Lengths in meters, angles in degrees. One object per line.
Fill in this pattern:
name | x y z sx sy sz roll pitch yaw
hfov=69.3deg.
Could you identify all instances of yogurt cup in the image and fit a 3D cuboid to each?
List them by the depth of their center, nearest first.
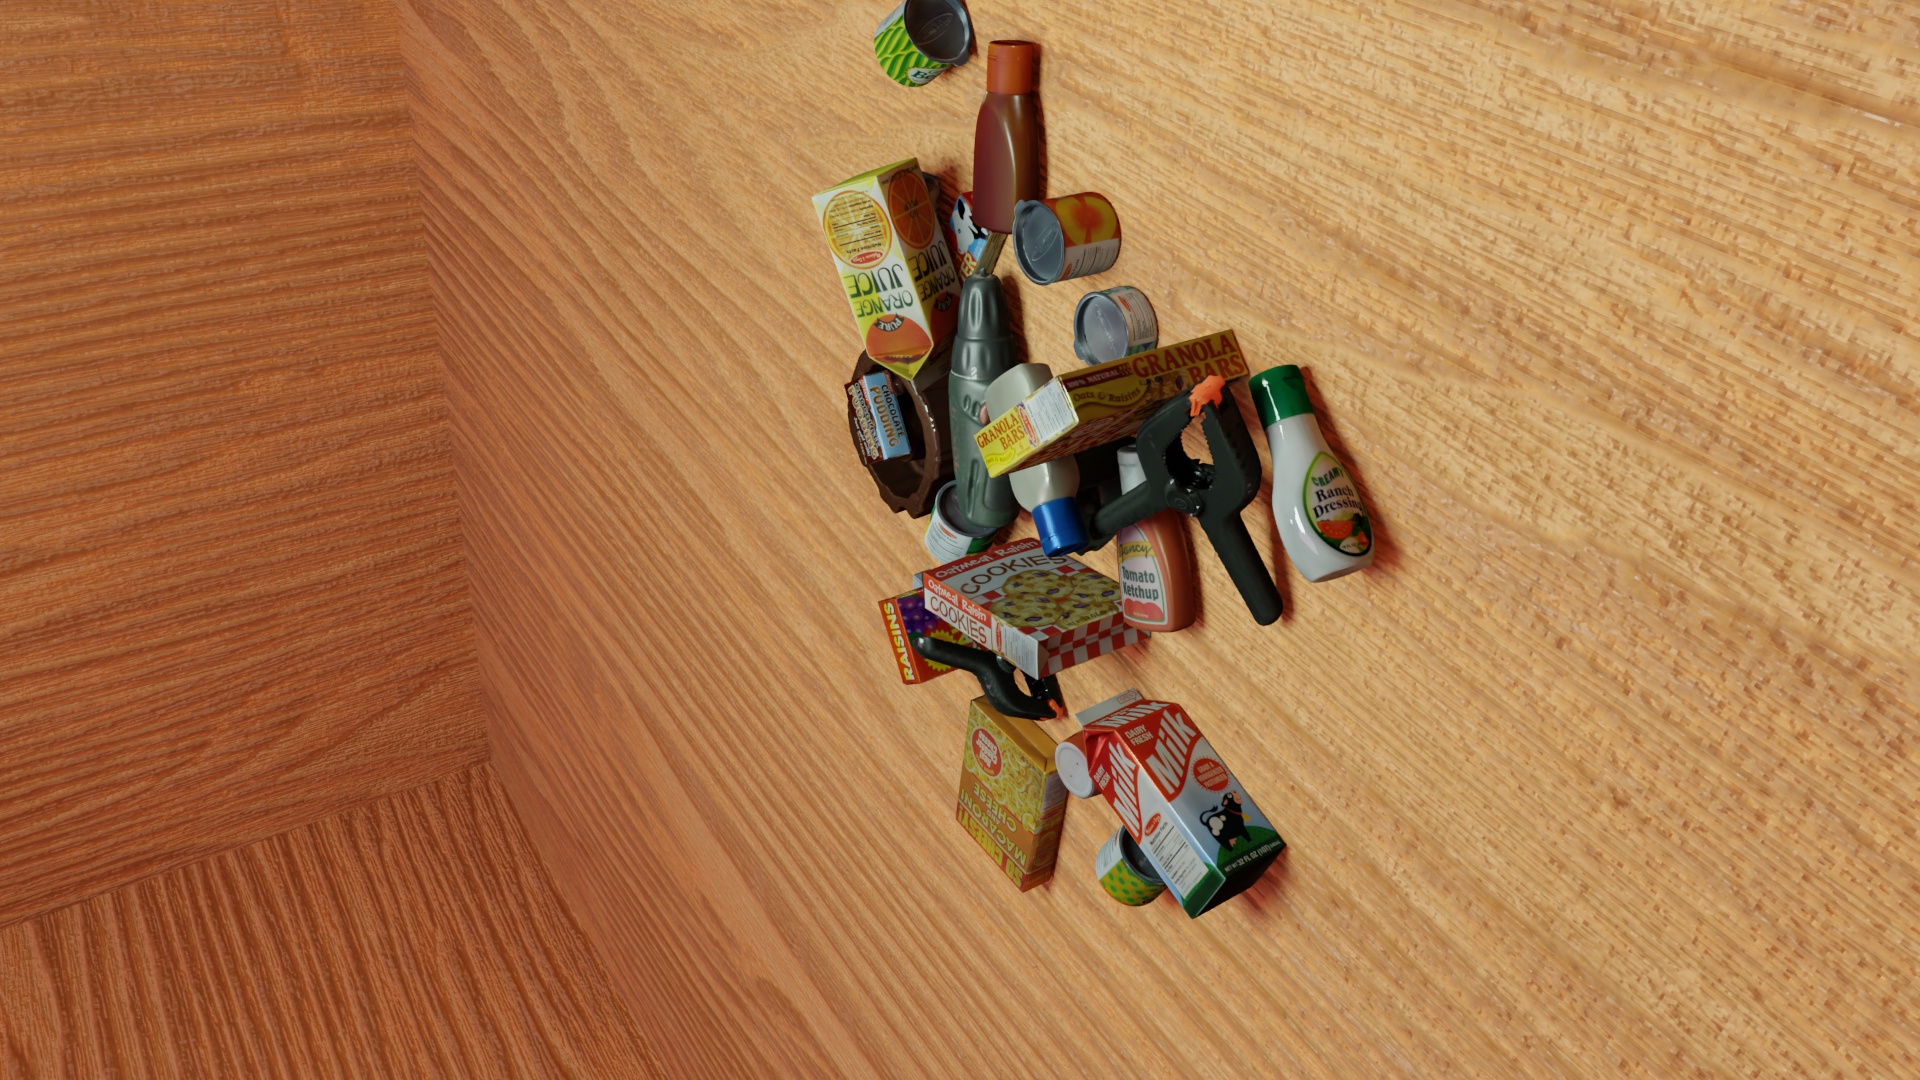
yogurt cup | 0.122 0.198 1.252 0.072 0.054 0.072 33 132 46

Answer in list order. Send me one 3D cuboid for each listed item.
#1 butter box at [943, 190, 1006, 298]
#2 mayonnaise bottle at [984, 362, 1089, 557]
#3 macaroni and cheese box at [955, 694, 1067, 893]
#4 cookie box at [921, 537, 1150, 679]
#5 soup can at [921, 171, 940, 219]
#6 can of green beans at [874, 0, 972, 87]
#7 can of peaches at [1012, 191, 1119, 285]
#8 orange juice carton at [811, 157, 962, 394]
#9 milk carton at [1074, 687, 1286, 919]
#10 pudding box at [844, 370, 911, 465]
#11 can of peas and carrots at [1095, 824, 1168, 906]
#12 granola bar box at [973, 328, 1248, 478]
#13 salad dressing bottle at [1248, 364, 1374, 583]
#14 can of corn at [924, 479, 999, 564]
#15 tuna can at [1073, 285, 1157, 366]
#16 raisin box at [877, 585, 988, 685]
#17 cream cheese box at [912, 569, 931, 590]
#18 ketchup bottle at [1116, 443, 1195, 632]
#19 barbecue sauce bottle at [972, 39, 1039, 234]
butter box | 0.006 -0.256 1.240 0.053 0.024 0.103 56 145 24
mayonnaise bottle | 0.063 -0.062 1.089 0.064 0.041 0.148 -33 68 52
macaroni and cheese box | 0.052 0.253 1.405 0.124 0.040 0.165 41 136 41
cookie box | 0.063 0.054 1.207 0.168 0.123 0.040 29 128 49
soup can | -0.056 -0.291 1.277 0.071 0.071 0.083 39 135 43
can of green beans | -0.032 -0.426 1.177 0.057 0.071 0.071 -11 95 59
can of peaches | 0.082 -0.241 1.095 0.071 0.058 0.071 33 132 47
orange juice carton | -0.053 -0.228 1.222 0.073 0.072 0.192 -7 113 33
milk carton | 0.174 0.207 1.157 0.191 0.072 0.073 53 144 27
pudding box | -0.079 -0.117 1.331 0.049 0.030 0.083 -10 96 60
can of peas and carrots | 0.161 0.283 1.222 0.071 0.071 0.058 58 146 23
granola bar box | 0.110 -0.099 1.017 0.124 0.166 0.039 -30 80 58
salad dressing bottle | 0.236 -0.047 0.948 0.043 0.064 0.148 -38 65 59
can of corn | 0.005 -0.017 1.322 0.071 0.071 0.058 58 151 23
tuna can | 0.121 -0.165 1.095 0.071 0.033 0.070 32 130 47
raisin box | -0.008 0.079 1.334 0.040 0.124 0.086 -13 94 58
cream cheese box | -0.013 0.079 1.438 0.104 0.024 0.053 42 139 41
ketchup bottle | 0.153 -0.003 1.115 0.064 0.044 0.148 10 112 52
barbecue sauce bottle | 0.038 -0.330 1.136 0.065 0.044 0.147 33 131 46
